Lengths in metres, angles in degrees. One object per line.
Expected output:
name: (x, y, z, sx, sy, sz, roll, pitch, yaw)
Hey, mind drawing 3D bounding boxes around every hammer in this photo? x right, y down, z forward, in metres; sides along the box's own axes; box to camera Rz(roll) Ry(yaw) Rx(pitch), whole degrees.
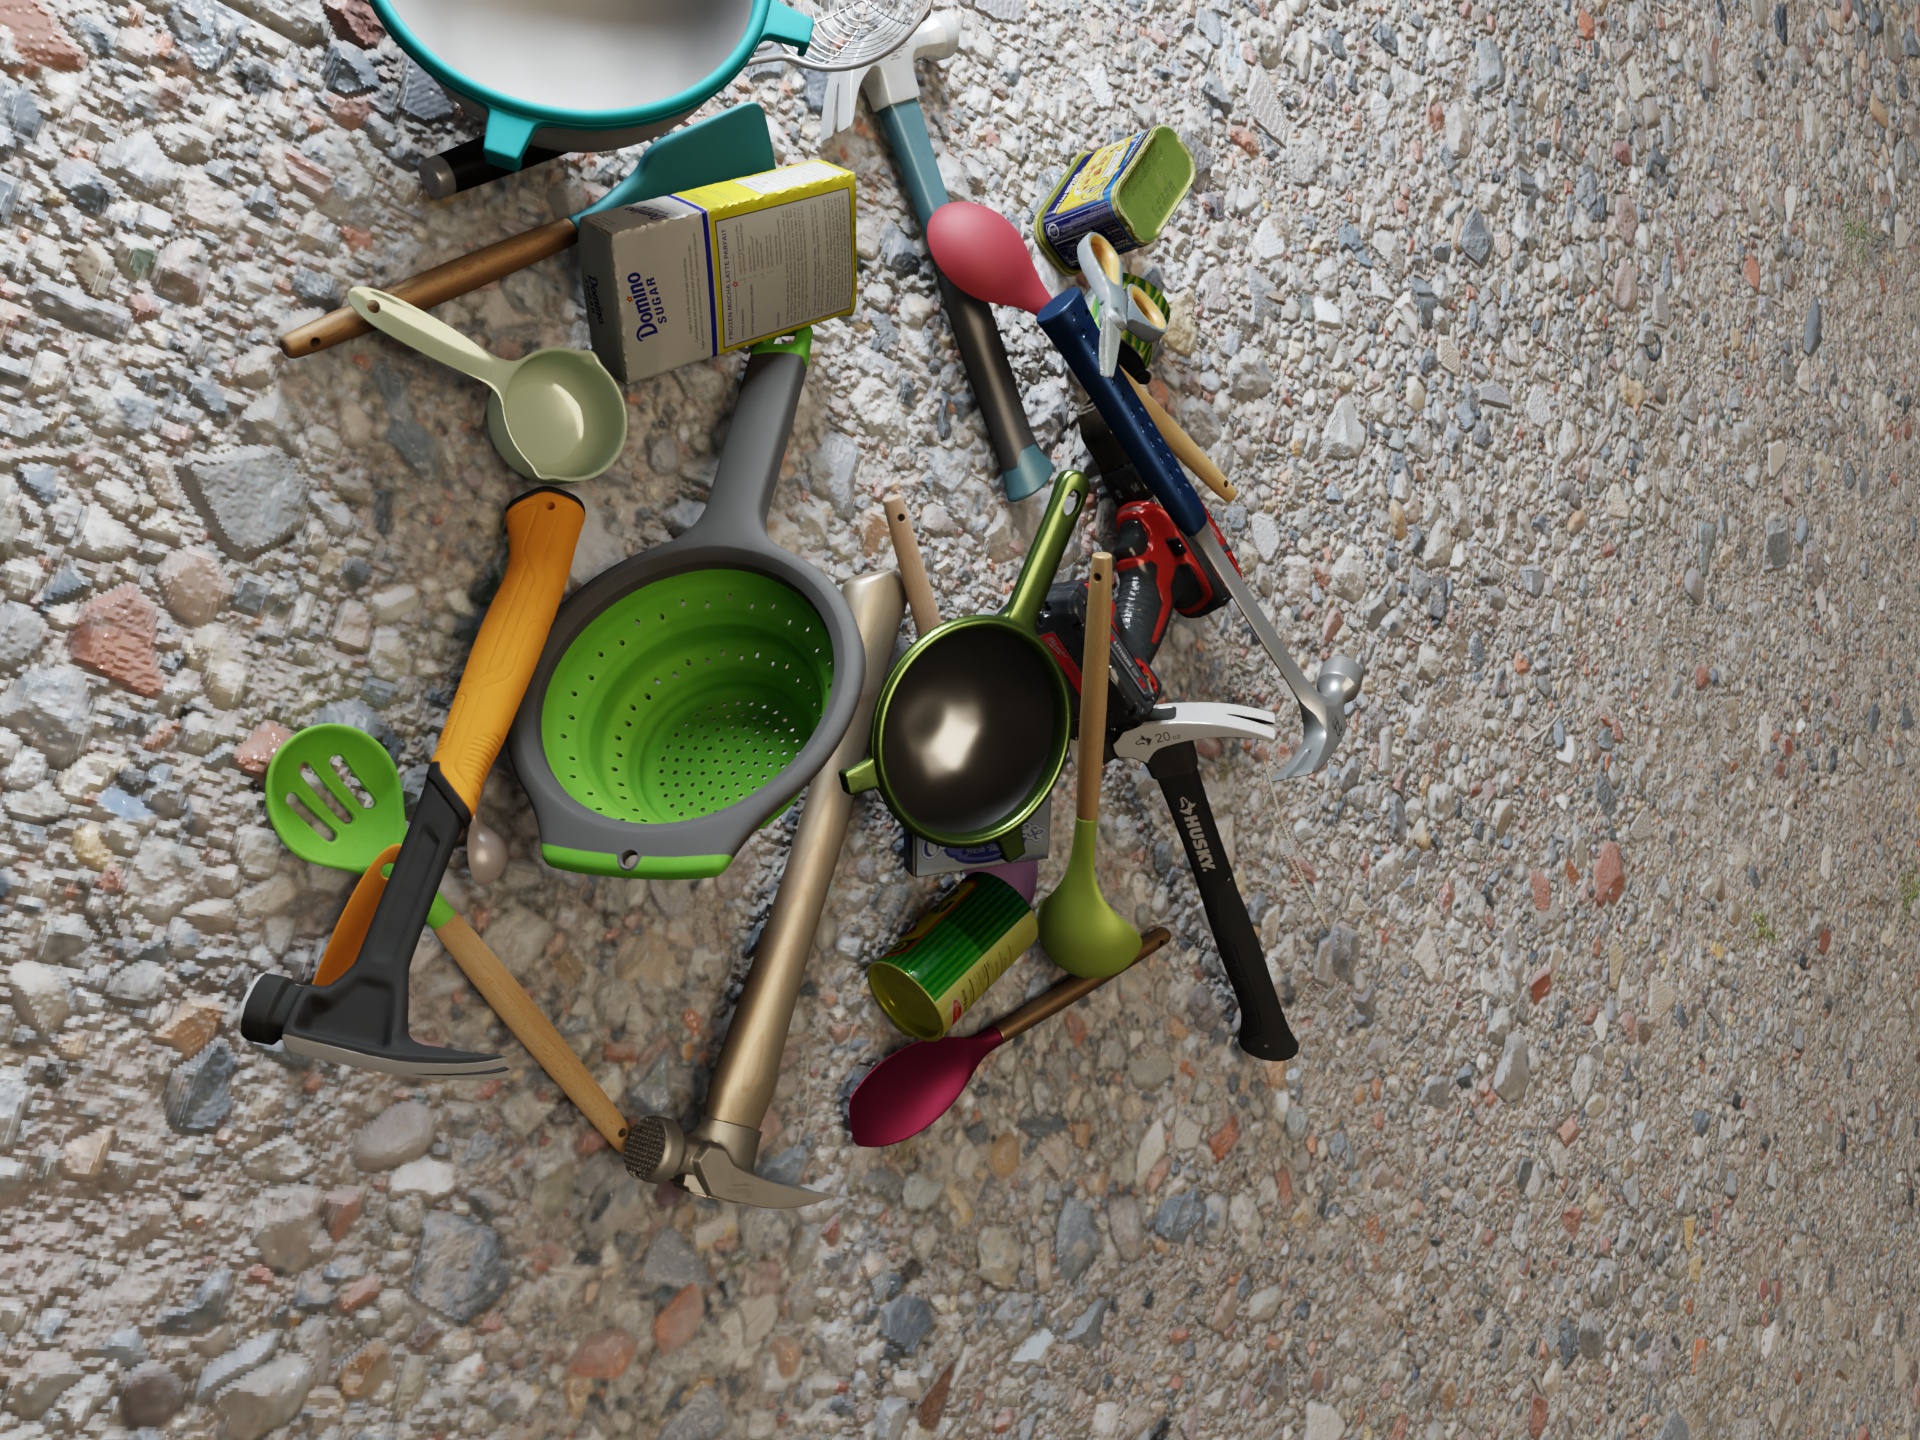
hammer: (-0.003, -0.315, 1.108, 0.128, 0.033, 0.331, -31, 108, -37)
hammer: (0.203, 0.130, 1.211, 0.035, 0.146, 0.334, -72, 144, -57)
hammer: (-0.091, 0.099, 1.014, 0.146, 0.038, 0.411, 31, 68, -43)
hammer: (0.175, -0.129, 1.147, 0.405, 0.035, 0.144, 53, 44, -24)
hammer: (-0.251, 0.019, 0.833, 0.127, 0.034, 0.337, 13, 61, -3)

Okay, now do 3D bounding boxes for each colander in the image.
colander: (-0.133, -0.068, 0.952, 0.094, 0.204, 0.397, 71, 25, -57)

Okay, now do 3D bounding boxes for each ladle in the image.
ladle: (0.093, 0.037, 1.087, 0.062, 0.078, 0.320, -34, 131, -54)
ladle: (0.098, -0.255, 1.135, 0.315, 0.031, 0.069, 38, 65, -29)

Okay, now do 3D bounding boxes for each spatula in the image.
spatula: (-0.238, -0.270, 0.907, 0.317, 0.044, 0.082, -37, 140, -32)
spatula: (-0.002, -0.003, 1.082, 0.060, 0.018, 0.315, -26, 113, -22)

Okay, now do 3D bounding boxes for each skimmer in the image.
skimmer: (-0.162, -0.407, 0.945, 0.363, 0.090, 0.127, -37, 76, -31)

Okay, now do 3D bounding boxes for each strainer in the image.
strainer: (0.014, -0.046, 1.032, 0.151, 0.069, 0.256, 25, 84, -34)
strainer: (-0.247, -0.437, 0.869, 0.211, 0.095, 0.340, -31, 81, -21)

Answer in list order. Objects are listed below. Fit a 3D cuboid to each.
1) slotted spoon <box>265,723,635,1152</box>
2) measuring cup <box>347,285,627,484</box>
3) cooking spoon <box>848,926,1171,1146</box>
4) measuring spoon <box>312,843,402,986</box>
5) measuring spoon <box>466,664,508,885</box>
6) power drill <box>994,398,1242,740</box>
slotted spoon: (-0.271, 0.130, 0.877, 0.070, 0.031, 0.313, -46, 118, -30)
measuring cup: (-0.266, -0.190, 0.887, 0.167, 0.038, 0.083, 28, 71, -33)
cooking spoon: (0.043, 0.214, 1.133, 0.319, 0.017, 0.068, -23, 116, -38)
measuring spoon: (-0.317, 0.117, 0.826, 0.021, 0.011, 0.117, 28, 89, -30)
measuring spoon: (-0.263, 0.029, 0.883, 0.018, 0.034, 0.124, -4, 86, 0)
power drill: (0.111, -0.115, 1.155, 0.187, 0.080, 0.227, 55, 47, -20)
